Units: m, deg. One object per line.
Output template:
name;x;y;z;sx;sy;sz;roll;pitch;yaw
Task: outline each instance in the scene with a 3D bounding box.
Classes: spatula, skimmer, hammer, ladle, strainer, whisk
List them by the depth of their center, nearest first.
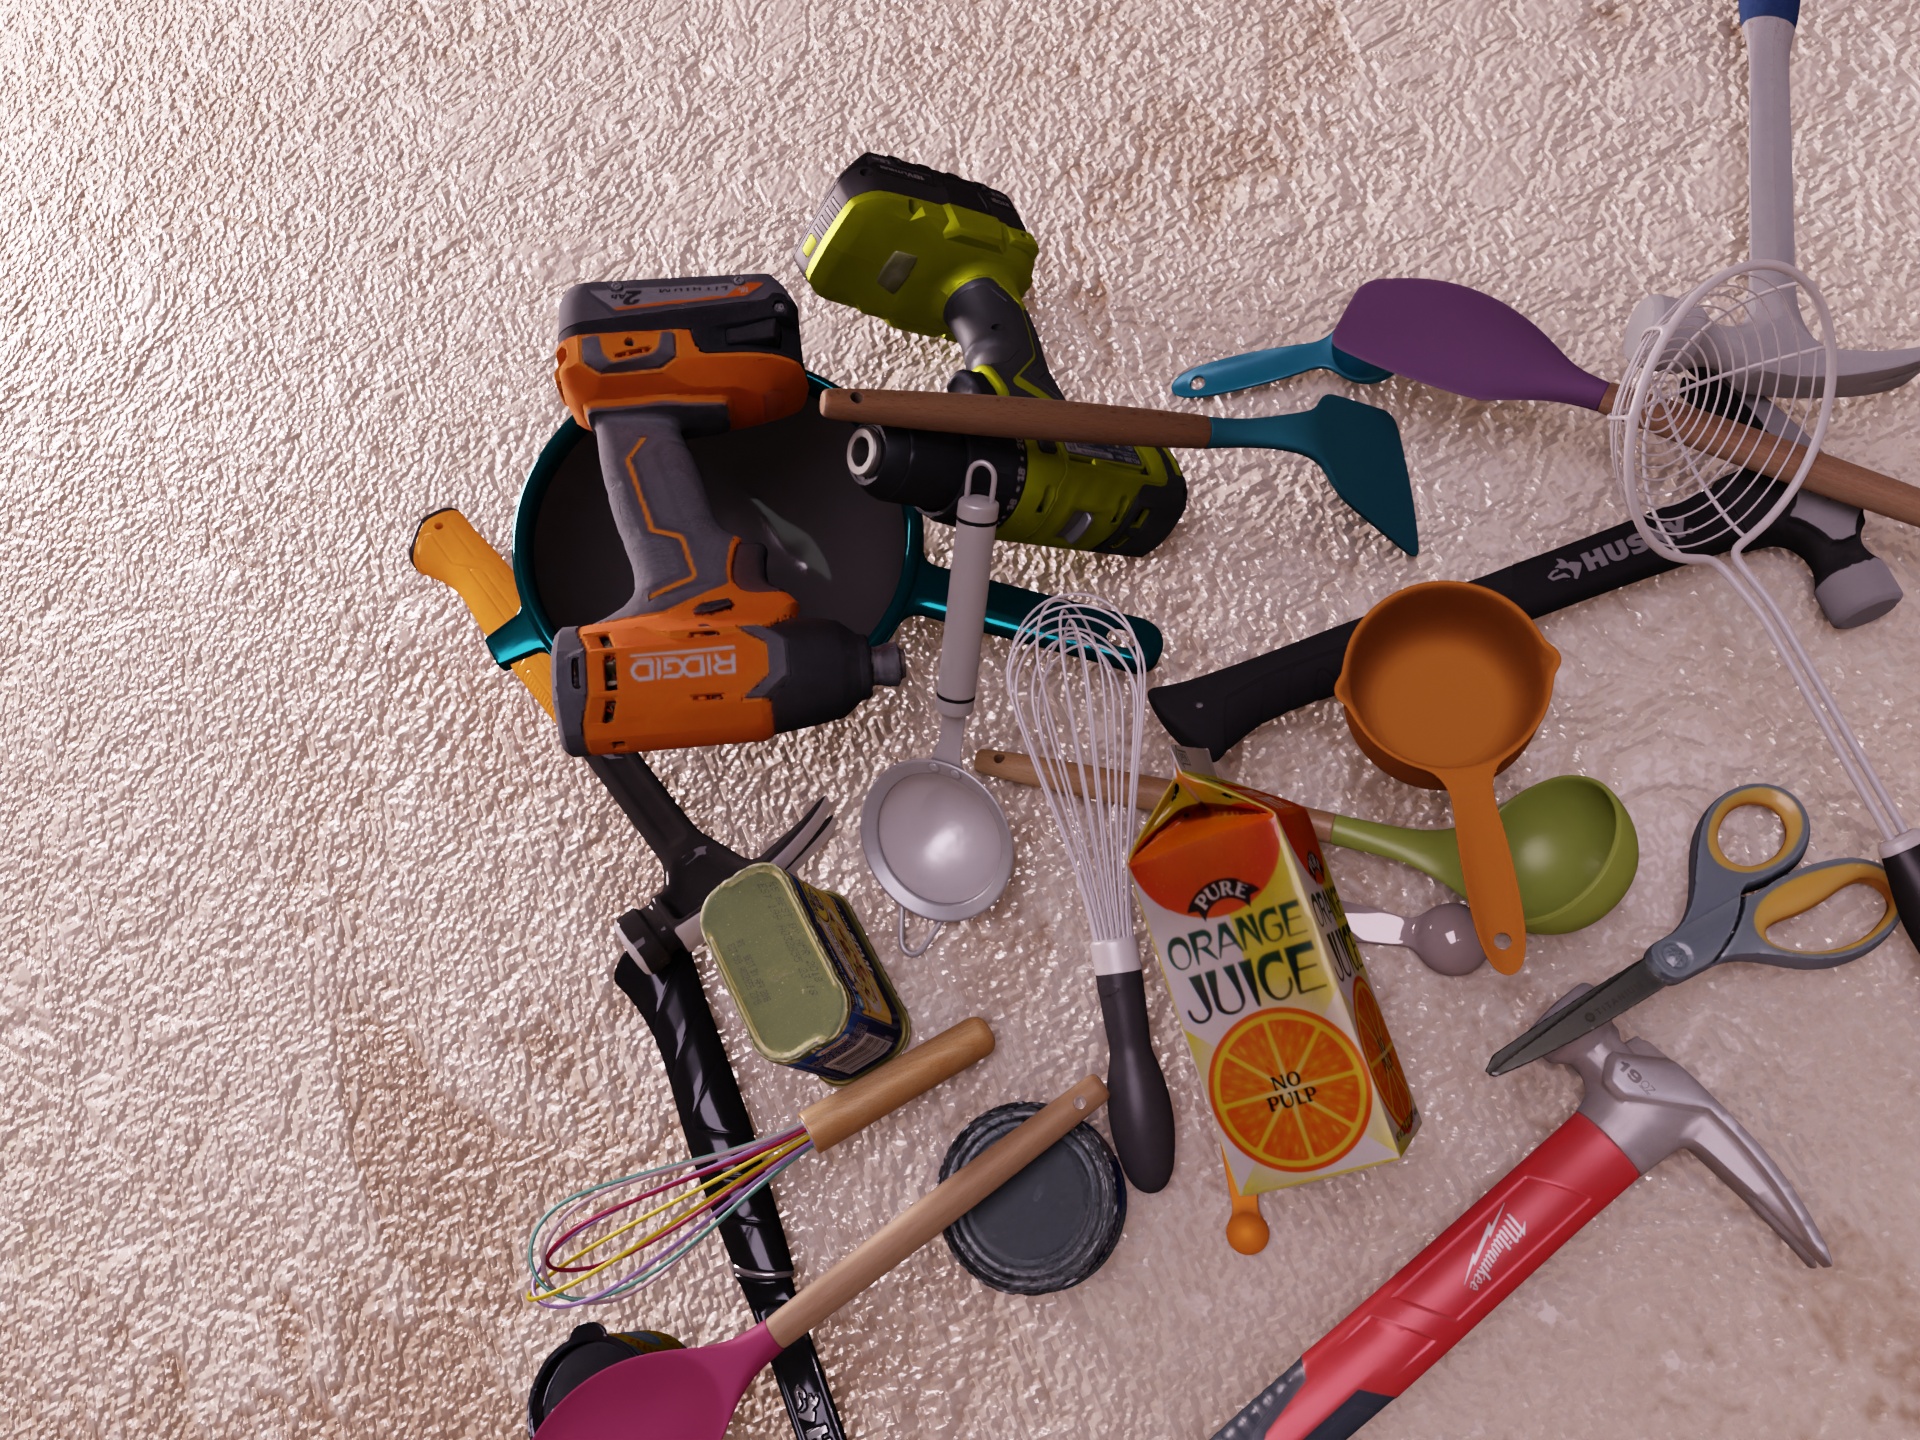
skimmer;0.379;-0.012;0.654;0.127;0.090;0.363;-19;78;-22
hammer;0.171;0.286;0.660;0.386;0.038;0.143;-39;67;-5
spatula;0.328;-0.145;0.746;0.316;0.018;0.060;27;76;21
spatula;0.087;-0.131;0.750;0.317;0.044;0.082;2;71;-18
whisk;-0.093;0.205;0.752;0.245;0.047;0.051;-27;62;-16
whisk;0.068;0.079;0.753;0.070;0.070;0.285;-9;84;14
ladle;0.151;0.040;0.760;0.320;0.062;0.078;10;59;23
hammer;-0.084;0.280;0.760;0.149;0.036;0.409;-27;66;5
hammer;0.251;-0.060;0.762;0.335;0.035;0.146;-20;67;5
strainer;-0.001;-0.002;0.774;0.087;0.050;0.258;18;119;22
hammer;0.414;-0.339;0.805;0.144;0.035;0.406;11;70;-3
strainer;-0.063;-0.067;0.852;0.340;0.095;0.211;15;71;3
hammer;-0.211;-0.015;0.891;0.127;0.034;0.337;-36;61;-15

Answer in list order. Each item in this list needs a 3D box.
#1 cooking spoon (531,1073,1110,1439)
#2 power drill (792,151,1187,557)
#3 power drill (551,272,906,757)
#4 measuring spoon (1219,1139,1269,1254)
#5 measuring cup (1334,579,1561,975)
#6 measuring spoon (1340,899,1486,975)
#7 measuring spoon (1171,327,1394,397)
cooking spoon;-0.062;0.261;0.716;0.319;0.017;0.069;-36;74;-4
power drill;-0.001;-0.184;0.819;0.080;0.190;0.229;-49;53;38
power drill;-0.115;-0.098;0.771;0.164;0.084;0.227;-4;74;-5
measuring spoon;0.128;0.187;0.739;0.021;0.011;0.117;-7;70;14
measuring cup;0.219;0.027;0.695;0.095;0.052;0.174;-10;73;9
measuring spoon;0.185;0.094;0.750;0.124;0.018;0.034;8;74;20
measuring spoon;0.177;-0.188;0.854;0.128;0.021;0.042;-8;70;24
